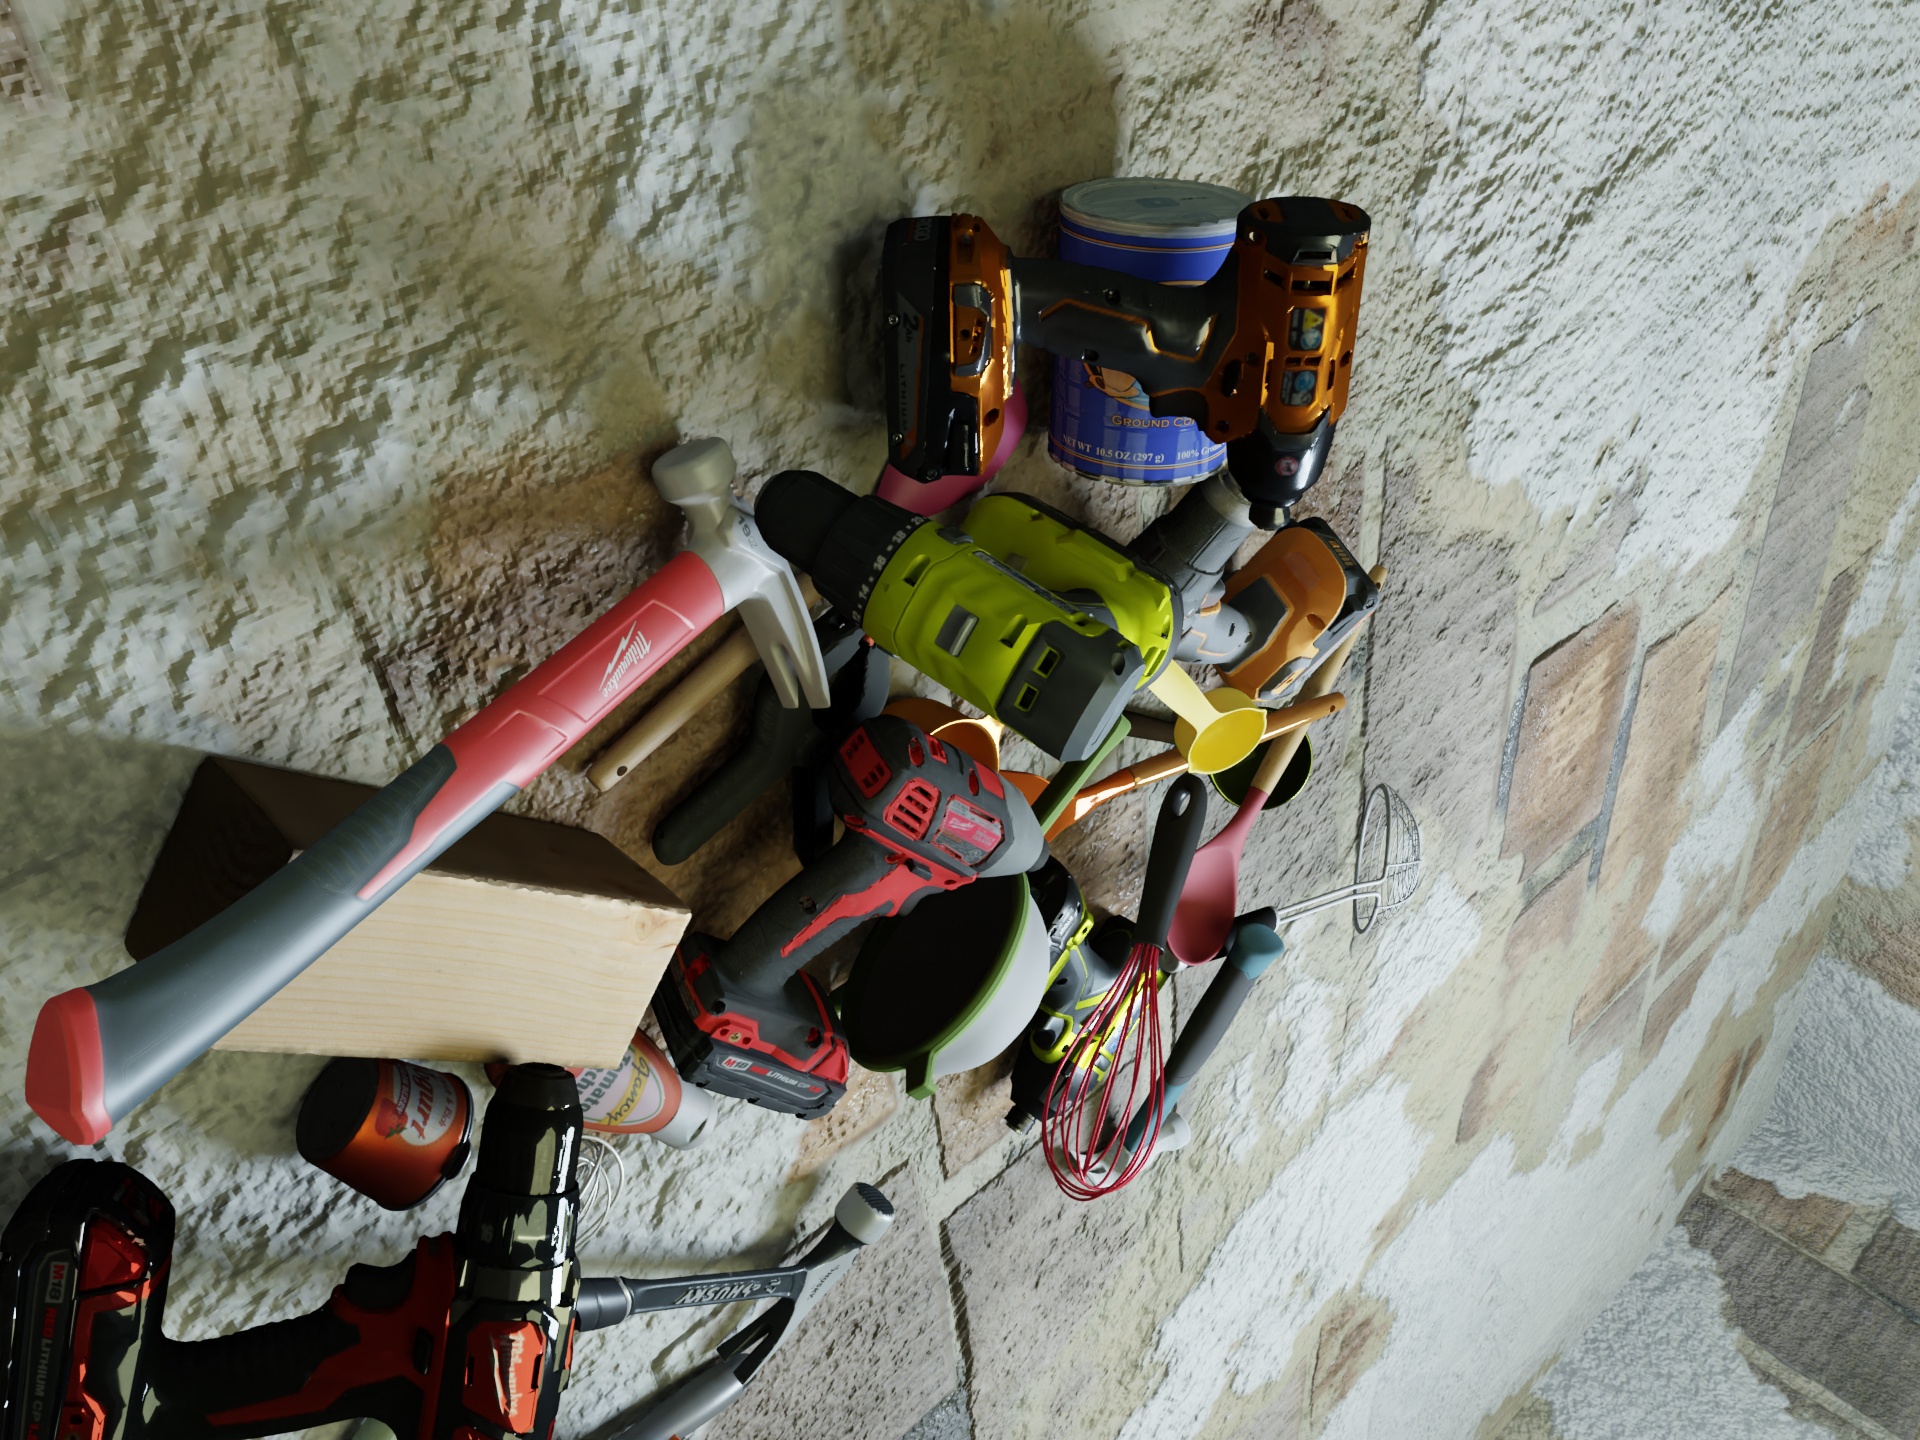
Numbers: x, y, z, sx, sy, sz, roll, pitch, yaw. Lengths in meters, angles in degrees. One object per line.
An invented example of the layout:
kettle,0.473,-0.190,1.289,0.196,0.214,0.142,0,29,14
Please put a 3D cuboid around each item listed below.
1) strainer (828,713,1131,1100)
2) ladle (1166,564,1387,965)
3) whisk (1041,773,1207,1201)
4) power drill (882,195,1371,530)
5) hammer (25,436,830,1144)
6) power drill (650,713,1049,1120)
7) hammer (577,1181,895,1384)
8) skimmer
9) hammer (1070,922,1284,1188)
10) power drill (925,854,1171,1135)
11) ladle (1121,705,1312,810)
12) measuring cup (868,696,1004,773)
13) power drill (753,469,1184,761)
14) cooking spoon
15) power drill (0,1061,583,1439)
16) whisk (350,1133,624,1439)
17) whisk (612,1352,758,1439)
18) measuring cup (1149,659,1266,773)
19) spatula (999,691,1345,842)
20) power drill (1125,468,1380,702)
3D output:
strainer,0.034,0.111,0.943,0.069,0.152,0.256,41,81,-25
ladle,0.221,0.026,1.109,0.069,0.031,0.315,35,81,-32
whisk,0.116,0.164,1.023,0.073,0.073,0.296,53,48,-49
power drill,0.078,-0.169,0.781,0.226,0.084,0.164,0,123,1
hammer,-0.187,0.032,0.640,0.386,0.038,0.143,-48,126,-43
power drill,-0.055,0.106,0.859,0.143,0.079,0.219,30,106,-41
hammer,-0.185,0.327,0.893,0.149,0.036,0.408,-52,149,6
skimmer,0.254,0.134,1.248,0.363,0.090,0.127,-10,114,-43
hammer,0.170,0.260,1.207,0.128,0.033,0.330,-20,146,-33
power drill,0.054,0.189,1.085,0.171,0.080,0.223,-54,144,-8
ladle,0.133,0.010,1.072,0.320,0.062,0.078,11,107,-47
measuring cup,-0.001,-0.003,0.925,0.173,0.052,0.095,-54,140,-12
power drill,0.015,-0.064,0.790,0.080,0.190,0.228,-61,167,16
cooking spoon,-0.072,-0.075,0.829,0.319,0.017,0.068,-44,140,-18
power drill,-0.273,0.233,0.674,0.226,0.080,0.188,9,88,-17
whisk,-0.265,0.324,0.853,0.059,0.058,0.246,36,90,-26
whisk,-0.220,0.461,0.991,0.239,0.055,0.055,-21,128,-43
measuring cup,0.136,-0.016,0.971,0.062,0.029,0.156,-40,139,10
spatula,0.123,0.026,1.037,0.322,0.041,0.081,-18,123,-27
power drill,0.166,-0.080,0.988,0.226,0.084,0.185,-6,145,-44
